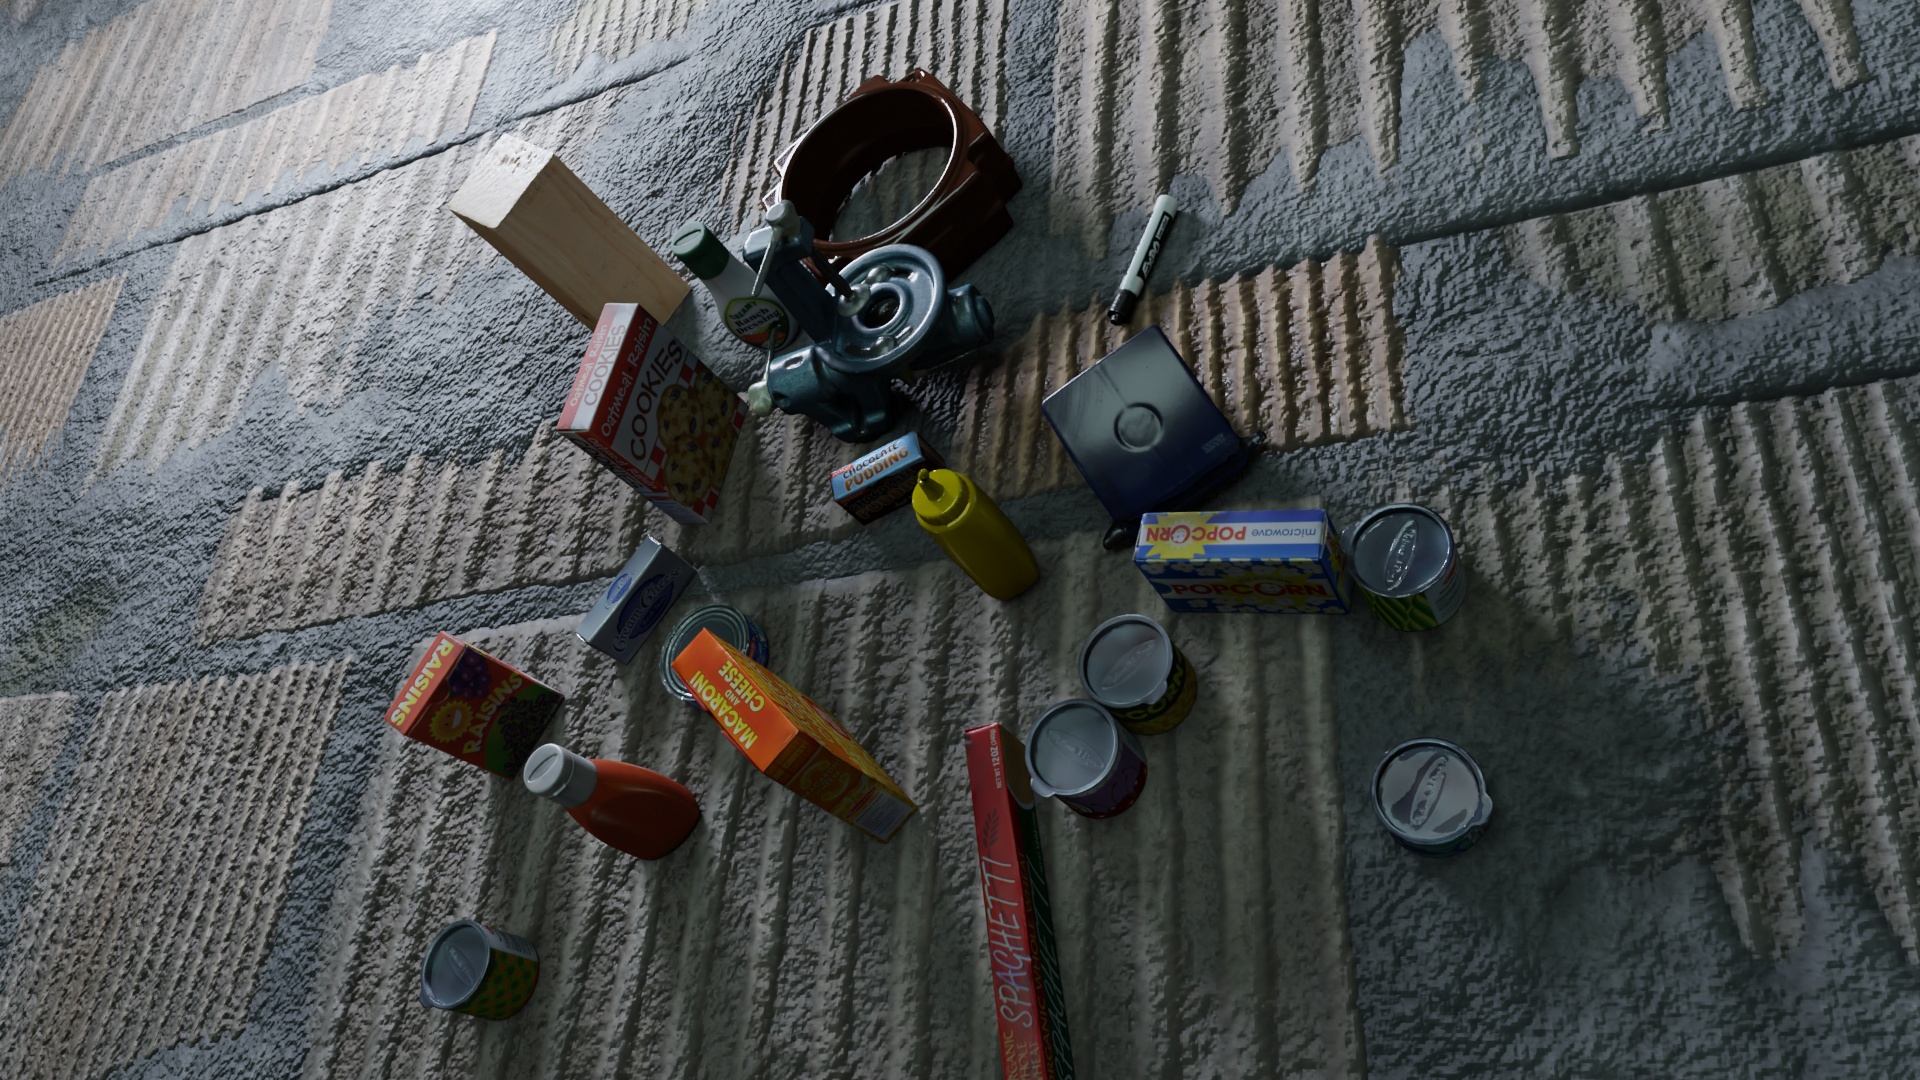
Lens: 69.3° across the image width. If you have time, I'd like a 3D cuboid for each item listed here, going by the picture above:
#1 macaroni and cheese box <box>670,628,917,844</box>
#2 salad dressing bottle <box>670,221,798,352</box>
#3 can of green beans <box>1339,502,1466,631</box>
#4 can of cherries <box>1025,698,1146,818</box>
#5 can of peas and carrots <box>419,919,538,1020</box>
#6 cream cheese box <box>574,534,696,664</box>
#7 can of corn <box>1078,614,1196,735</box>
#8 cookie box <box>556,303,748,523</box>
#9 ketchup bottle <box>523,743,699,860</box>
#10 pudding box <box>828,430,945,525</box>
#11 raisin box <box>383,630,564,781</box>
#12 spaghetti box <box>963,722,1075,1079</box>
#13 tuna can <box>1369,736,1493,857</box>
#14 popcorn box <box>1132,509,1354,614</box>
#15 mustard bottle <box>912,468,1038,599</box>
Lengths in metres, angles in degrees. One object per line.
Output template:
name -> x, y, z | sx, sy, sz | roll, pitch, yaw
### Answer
macaroni and cheese box -> -0.115, 0.139, 0.972 | 0.040, 0.166, 0.124 | -48, 52, -3
salad dressing bottle -> -0.201, -0.225, 1.236 | 0.064, 0.147, 0.044 | -23, 55, 16
can of green beans -> 0.286, 0.018, 0.891 | 0.071, 0.057, 0.071 | -13, 58, 22
can of cherries -> 0.083, 0.148, 0.928 | 0.071, 0.058, 0.072 | -13, 58, 22
can of peas and carrots -> -0.371, 0.334, 1.070 | 0.071, 0.058, 0.071 | -13, 58, 22
cream cheese box -> -0.275, 0.051, 1.180 | 0.024, 0.053, 0.104 | 30, 81, 37
can of corn -> 0.122, 0.093, 0.937 | 0.071, 0.058, 0.071 | -13, 58, 22
cookie box -> -0.260, -0.106, 1.189 | 0.040, 0.167, 0.123 | 1, 64, 29
ketchup bottle -> -0.260, 0.192, 1.032 | 0.065, 0.148, 0.044 | -42, 52, 2
pudding box -> -0.058, -0.050, 1.122 | 0.083, 0.049, 0.030 | -25, 54, 14
raisin box -> -0.402, 0.139, 1.156 | 0.040, 0.123, 0.086 | 23, 76, 36
spaghetti box -> 0.037, 0.242, 0.905 | 0.028, 0.050, 0.251 | -20, 56, 18
tuna can -> 0.284, 0.155, 0.831 | 0.071, 0.032, 0.071 | -13, 58, 22
popcorn box -> 0.190, 0.015, 0.927 | 0.126, 0.085, 0.038 | -1, 64, 28
mustard bottle -> 0.004, -0.013, 0.997 | 0.049, 0.160, 0.065 | -35, 53, 8
